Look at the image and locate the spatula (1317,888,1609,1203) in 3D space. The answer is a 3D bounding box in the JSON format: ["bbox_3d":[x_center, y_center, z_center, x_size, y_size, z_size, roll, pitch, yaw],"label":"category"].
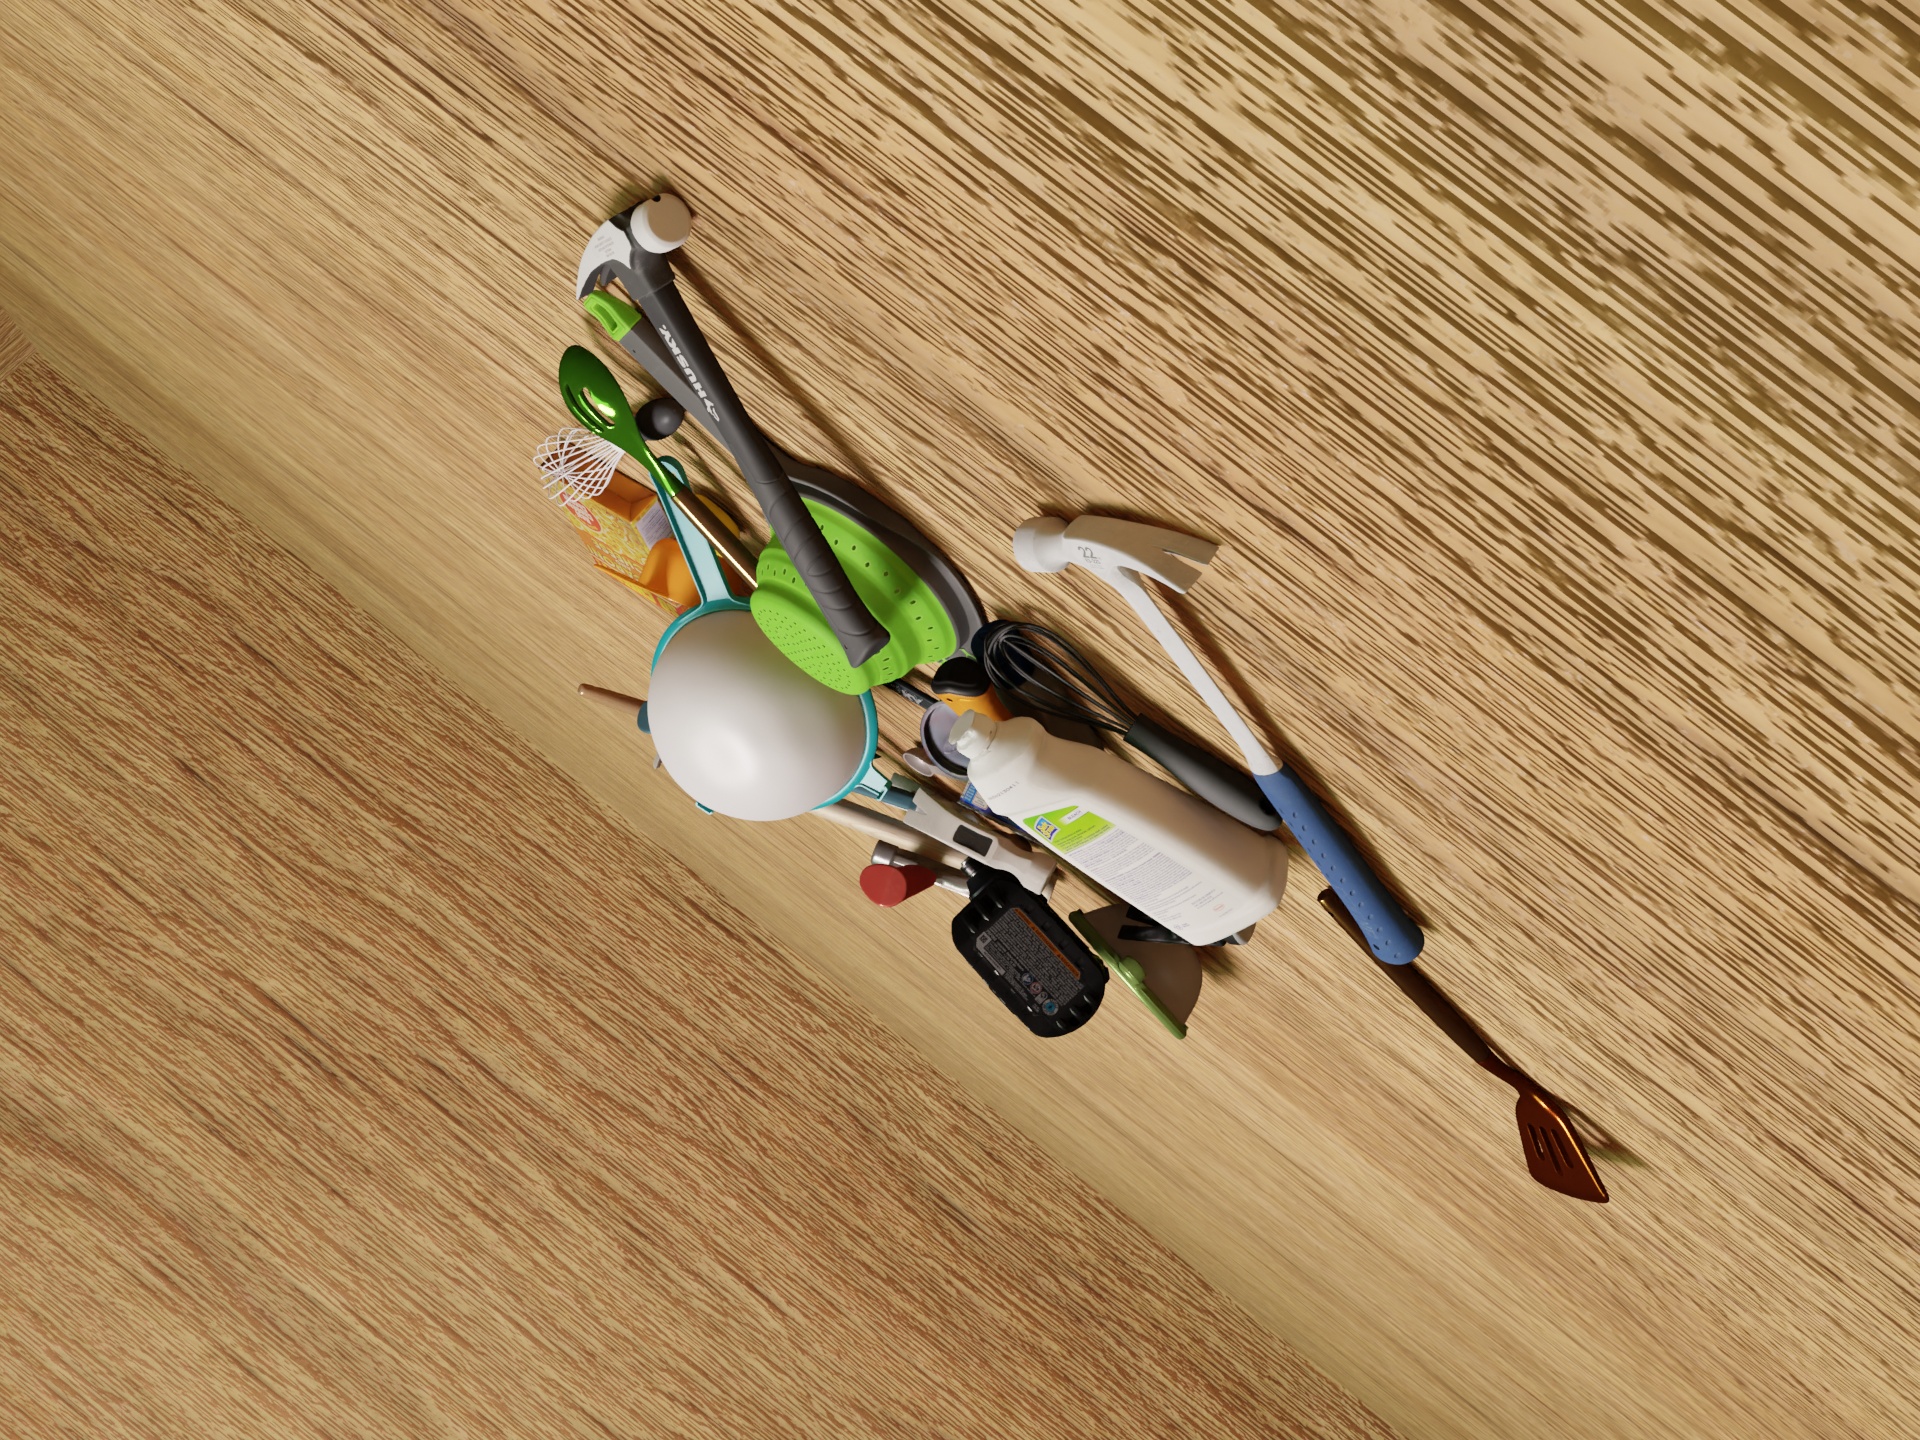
[{"bbox_3d":[0.368,0.240,1.181,0.322,0.041,0.081,44,163,-14],"label":"spatula"}]

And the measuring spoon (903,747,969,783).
[{"bbox_3d":[-0.004,0.044,1.485,0.124,0.018,0.034,13,150,41],"label":"measuring spoon"}]

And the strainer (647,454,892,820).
[{"bbox_3d":[-0.200,-0.045,1.304,0.211,0.095,0.340,-6,119,24],"label":"strainer"}]

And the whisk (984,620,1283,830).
[{"bbox_3d":[0.118,0.007,1.089,0.239,0.055,0.055,33,162,3],"label":"whisk"}]

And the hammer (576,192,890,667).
[{"bbox_3d":[-0.141,-0.177,1.051,0.146,0.035,0.334,5,130,57],"label":"hammer"}]

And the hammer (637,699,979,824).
[{"bbox_3d":[-0.148,0.045,1.523,0.330,0.033,0.128,19,-178,-21],"label":"hammer"}]

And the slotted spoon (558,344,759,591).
[{"bbox_3d":[-0.200,-0.158,1.229,0.313,0.031,0.070,48,148,-22],"label":"slotted spoon"}]

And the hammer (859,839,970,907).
[{"bbox_3d":[-0.037,0.157,1.556,0.149,0.037,0.359,19,179,5],"label":"hammer"}]

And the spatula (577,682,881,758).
[{"bbox_3d":[-0.226,0.006,1.556,0.317,0.044,0.082,20,179,-36],"label":"spatula"}]

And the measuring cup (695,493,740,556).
[{"bbox_3d":[-0.225,-0.171,1.382,0.062,0.029,0.156,42,174,-17],"label":"measuring cup"}]

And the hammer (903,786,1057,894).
[{"bbox_3d":[0.030,0.107,1.380,0.130,0.031,0.331,27,178,9],"label":"hammer"}]

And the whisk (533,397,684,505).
[{"bbox_3d":[-0.287,-0.228,1.309,0.070,0.070,0.285,46,156,-22],"label":"whisk"}]

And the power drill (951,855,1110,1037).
[{"bbox_3d":[0.057,0.191,1.394,0.171,0.080,0.223,47,-178,3],"label":"power drill"}]

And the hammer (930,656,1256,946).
[{"bbox_3d":[0.086,0.068,1.200,0.127,0.034,0.336,-6,138,47],"label":"hammer"}]

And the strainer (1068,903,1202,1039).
[{"bbox_3d":[0.166,0.203,1.389,0.151,0.069,0.256,47,177,11],"label":"strainer"}]

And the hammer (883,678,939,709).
[{"bbox_3d":[-0.002,-0.004,1.322,0.409,0.036,0.149,29,159,26],"label":"hammer"}]

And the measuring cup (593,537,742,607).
[{"bbox_3d":[-0.255,-0.134,1.379,0.095,0.052,0.173,22,-179,25],"label":"measuring cup"}]

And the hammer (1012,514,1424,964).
[{"bbox_3d":[0.191,0.023,1.000,0.405,0.035,0.144,49,160,-29],"label":"hammer"}]

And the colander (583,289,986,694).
[{"bbox_3d":[-0.144,-0.141,1.161,0.396,0.094,0.204,44,162,-17],"label":"colander"}]

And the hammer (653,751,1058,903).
[{"bbox_3d":[-0.102,0.096,1.566,0.410,0.038,0.146,20,180,6],"label":"hammer"}]
